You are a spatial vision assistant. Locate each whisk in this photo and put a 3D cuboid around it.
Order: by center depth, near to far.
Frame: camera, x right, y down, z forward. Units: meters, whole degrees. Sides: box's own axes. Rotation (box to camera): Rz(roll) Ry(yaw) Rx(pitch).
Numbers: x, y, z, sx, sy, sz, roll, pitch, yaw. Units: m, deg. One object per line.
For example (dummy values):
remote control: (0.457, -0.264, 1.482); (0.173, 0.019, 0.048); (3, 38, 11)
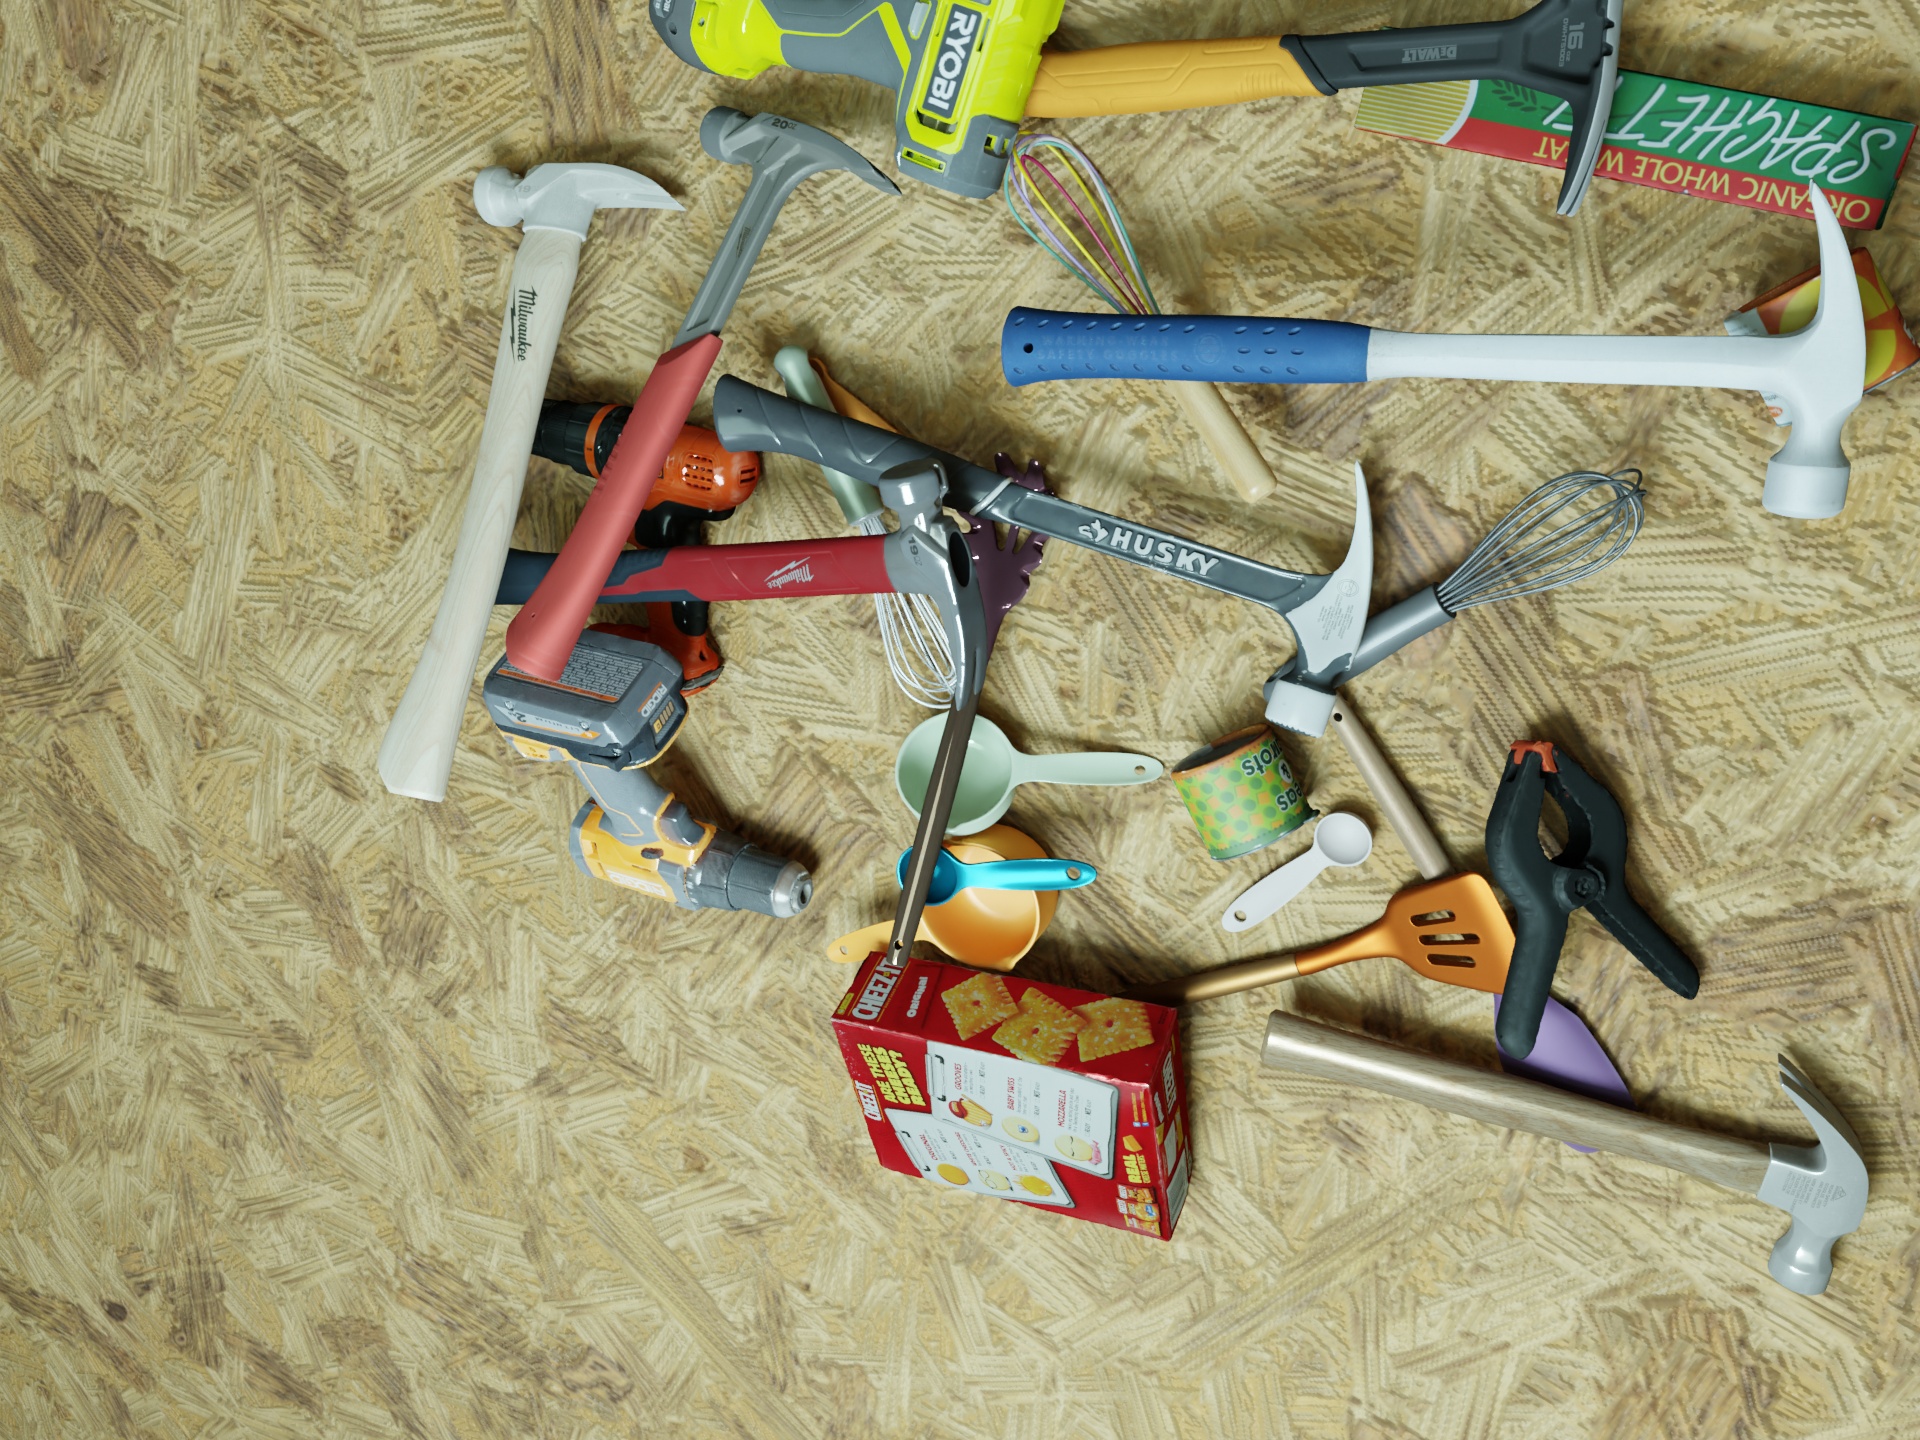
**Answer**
whisk: (0.261, -0.067, 0.863); (0.239, 0.055, 0.055); (-32, 92, 35)
whisk: (0.095, -0.221, 0.864); (0.051, 0.047, 0.245); (-33, 83, 11)
whisk: (-0.054, -0.120, 0.991); (0.059, 0.058, 0.246); (-26, 97, -5)

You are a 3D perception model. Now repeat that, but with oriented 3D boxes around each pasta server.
pasta server: (-0.002, -0.003, 0.961); (0.060, 0.040, 0.316); (16, 93, 15)

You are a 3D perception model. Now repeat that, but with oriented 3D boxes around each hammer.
hammer: (0.211, -0.184, 0.773); (0.405, 0.035, 0.144); (8, 112, 24)
hammer: (0.153, -0.321, 0.803); (0.337, 0.034, 0.127); (11, 109, 31)
hammer: (0.038, -0.128, 0.914); (0.409, 0.036, 0.149); (21, 95, 15)
hammer: (0.339, 0.223, 0.915); (0.331, 0.031, 0.130); (13, 115, 16)
hammer: (-0.169, -0.184, 0.941); (0.149, 0.036, 0.359); (32, 97, 33)
hammer: (-0.162, -0.077, 0.990); (0.386, 0.038, 0.143); (1, 117, 31)
hammer: (-0.282, -0.151, 0.993); (0.146, 0.038, 0.411); (10, 84, 25)

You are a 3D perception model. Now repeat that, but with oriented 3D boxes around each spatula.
spatula: (0.295, 0.118, 0.924); (0.060, 0.018, 0.316); (-30, 94, 30)
spatula: (0.184, 0.159, 0.979); (0.322, 0.041, 0.081); (-20, 100, 31)

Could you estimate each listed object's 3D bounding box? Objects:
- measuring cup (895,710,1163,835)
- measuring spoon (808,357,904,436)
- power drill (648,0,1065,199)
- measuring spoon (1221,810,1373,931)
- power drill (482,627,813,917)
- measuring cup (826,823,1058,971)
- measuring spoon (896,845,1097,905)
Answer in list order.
measuring cup: (0.044, 0.036, 1.005); (0.167, 0.038, 0.083); (0, 70, 7)
measuring spoon: (-0.055, -0.185, 0.993); (0.117, 0.011, 0.021); (42, 128, 3)
power drill: (-0.050, -0.401, 0.857); (0.223, 0.080, 0.171); (29, 114, 22)
measuring spoon: (0.203, 0.093, 0.965); (0.034, 0.018, 0.124); (48, 127, 4)
power drill: (-0.202, 0.048, 1.065); (0.185, 0.084, 0.226); (13, 142, 24)
measuring cup: (-0.013, 0.125, 1.057); (0.173, 0.052, 0.095); (-23, 97, 32)
measuring spoon: (0.024, 0.093, 0.991); (0.128, 0.021, 0.042); (-2, 107, 17)
